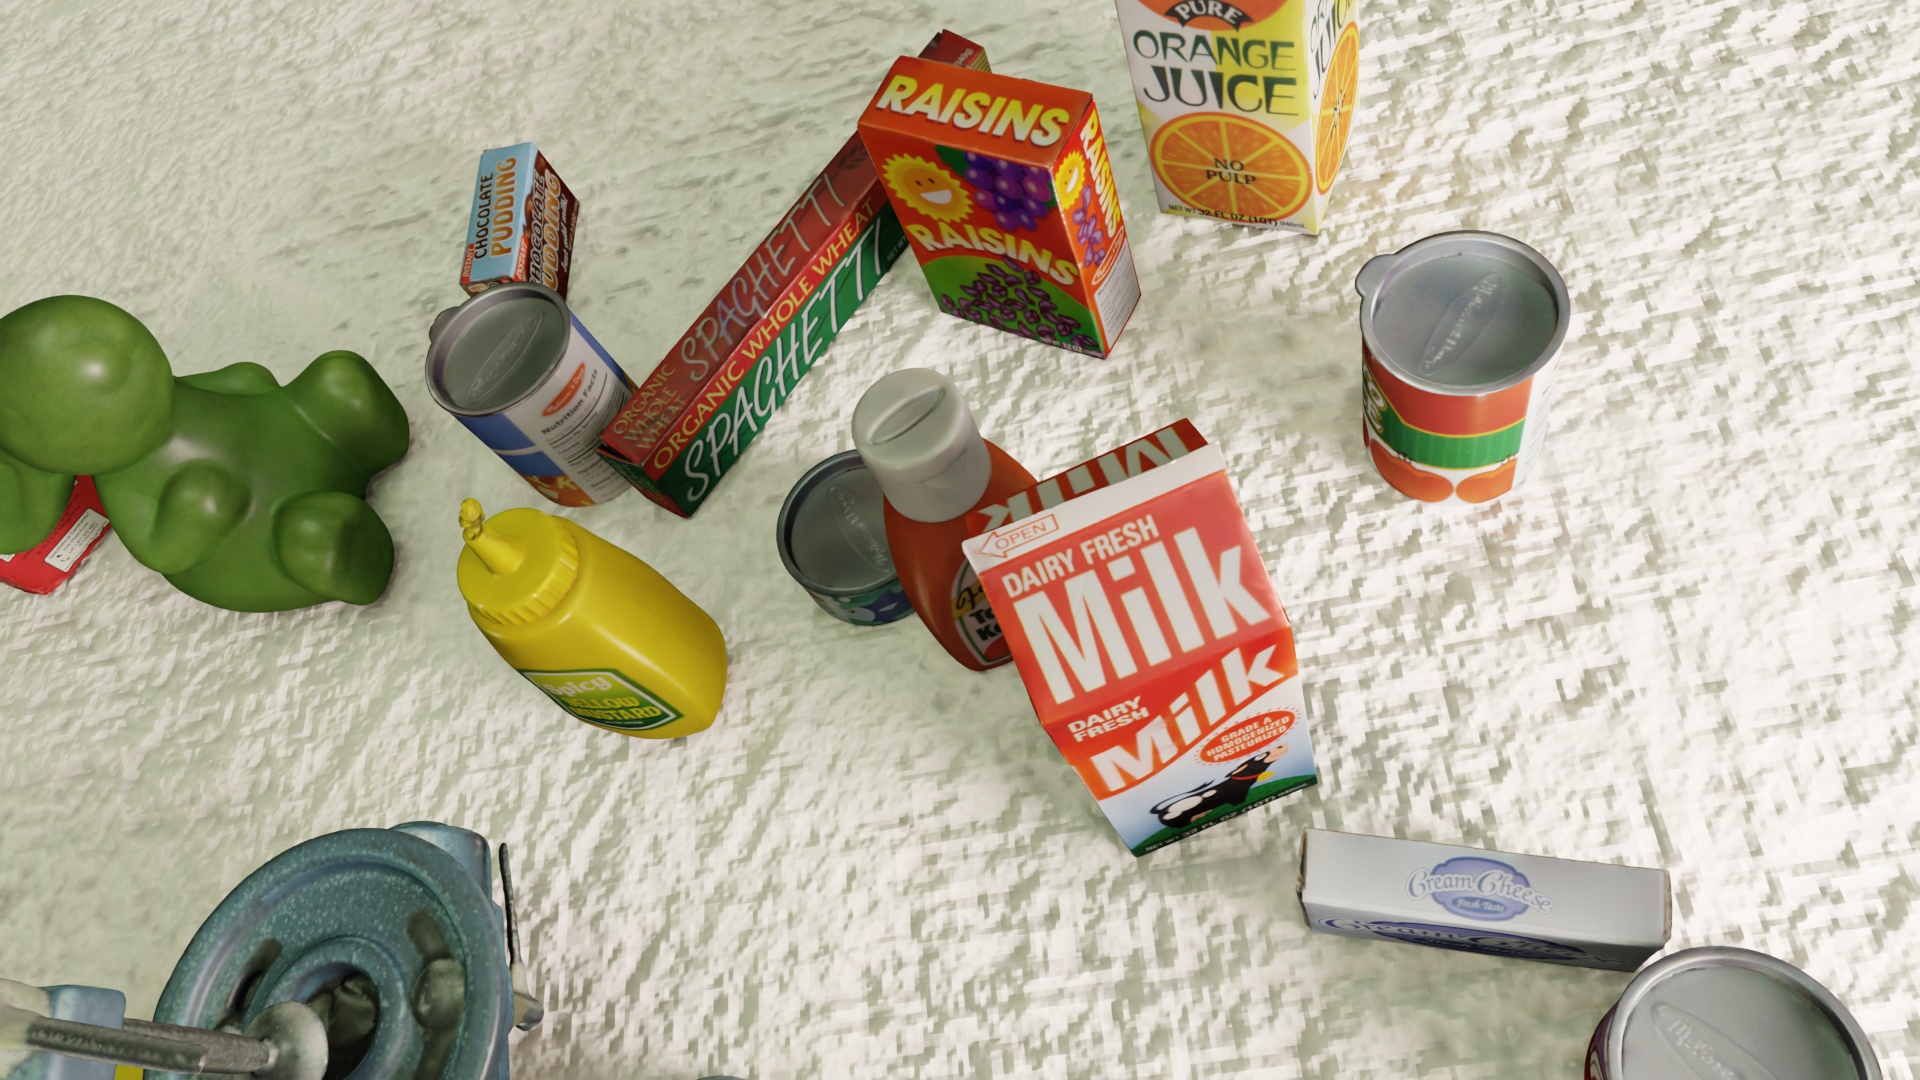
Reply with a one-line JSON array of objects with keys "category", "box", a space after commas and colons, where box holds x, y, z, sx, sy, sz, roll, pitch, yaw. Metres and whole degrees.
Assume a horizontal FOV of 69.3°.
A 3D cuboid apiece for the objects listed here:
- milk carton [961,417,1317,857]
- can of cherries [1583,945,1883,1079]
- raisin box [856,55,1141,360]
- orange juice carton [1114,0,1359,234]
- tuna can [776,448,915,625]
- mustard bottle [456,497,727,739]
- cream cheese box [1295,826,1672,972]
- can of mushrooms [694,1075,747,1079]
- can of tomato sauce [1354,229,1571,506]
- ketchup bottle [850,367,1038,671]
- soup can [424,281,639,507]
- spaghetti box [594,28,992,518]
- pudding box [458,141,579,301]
[{"category": "milk carton", "box": [0.057, 0.030, 0.424, 0.072, 0.190, 0.074, -23, 60, 4]}, {"category": "can of cherries", "box": [0.211, 0.154, 0.390, 0.071, 0.058, 0.072, -7, 62, 13]}, {"category": "raisin box", "box": [0.020, -0.131, 0.557, 0.086, 0.123, 0.040, 21, 72, 25]}, {"category": "orange juice carton", "box": [0.107, -0.207, 0.530, 0.072, 0.192, 0.073, 14, 69, 22]}, {"category": "tuna can", "box": [-0.036, -0.003, 0.559, 0.071, 0.032, 0.071, -7, 62, 13]}, {"category": "mustard bottle", "box": [-0.138, 0.027, 0.500, 0.065, 0.159, 0.049, -3, 63, 15]}, {"category": "cream cheese box", "box": [0.159, 0.112, 0.431, 0.104, 0.053, 0.024, 3, 65, 18]}, {"category": "can of mushrooms", "box": [-0.074, 0.215, 0.458, 0.071, 0.033, 0.071, -7, 62, 13]}, {"category": "can of tomato sauce", "box": [0.176, -0.059, 0.497, 0.071, 0.083, 0.071, -7, 62, 13]}, {"category": "ketchup bottle", "box": [0.002, -0.006, 0.483, 0.065, 0.148, 0.043, -38, 60, -4]}, {"category": "soup can", "box": [-0.181, -0.063, 0.603, 0.071, 0.083, 0.071, -7, 62, 13]}, {"category": "spaghetti box", "box": [-0.065, -0.120, 0.618, 0.029, 0.050, 0.250, 29, 75, 27]}, {"category": "pudding box", "box": [-0.214, -0.146, 0.676, 0.030, 0.049, 0.084, -8, 62, 13]}]
